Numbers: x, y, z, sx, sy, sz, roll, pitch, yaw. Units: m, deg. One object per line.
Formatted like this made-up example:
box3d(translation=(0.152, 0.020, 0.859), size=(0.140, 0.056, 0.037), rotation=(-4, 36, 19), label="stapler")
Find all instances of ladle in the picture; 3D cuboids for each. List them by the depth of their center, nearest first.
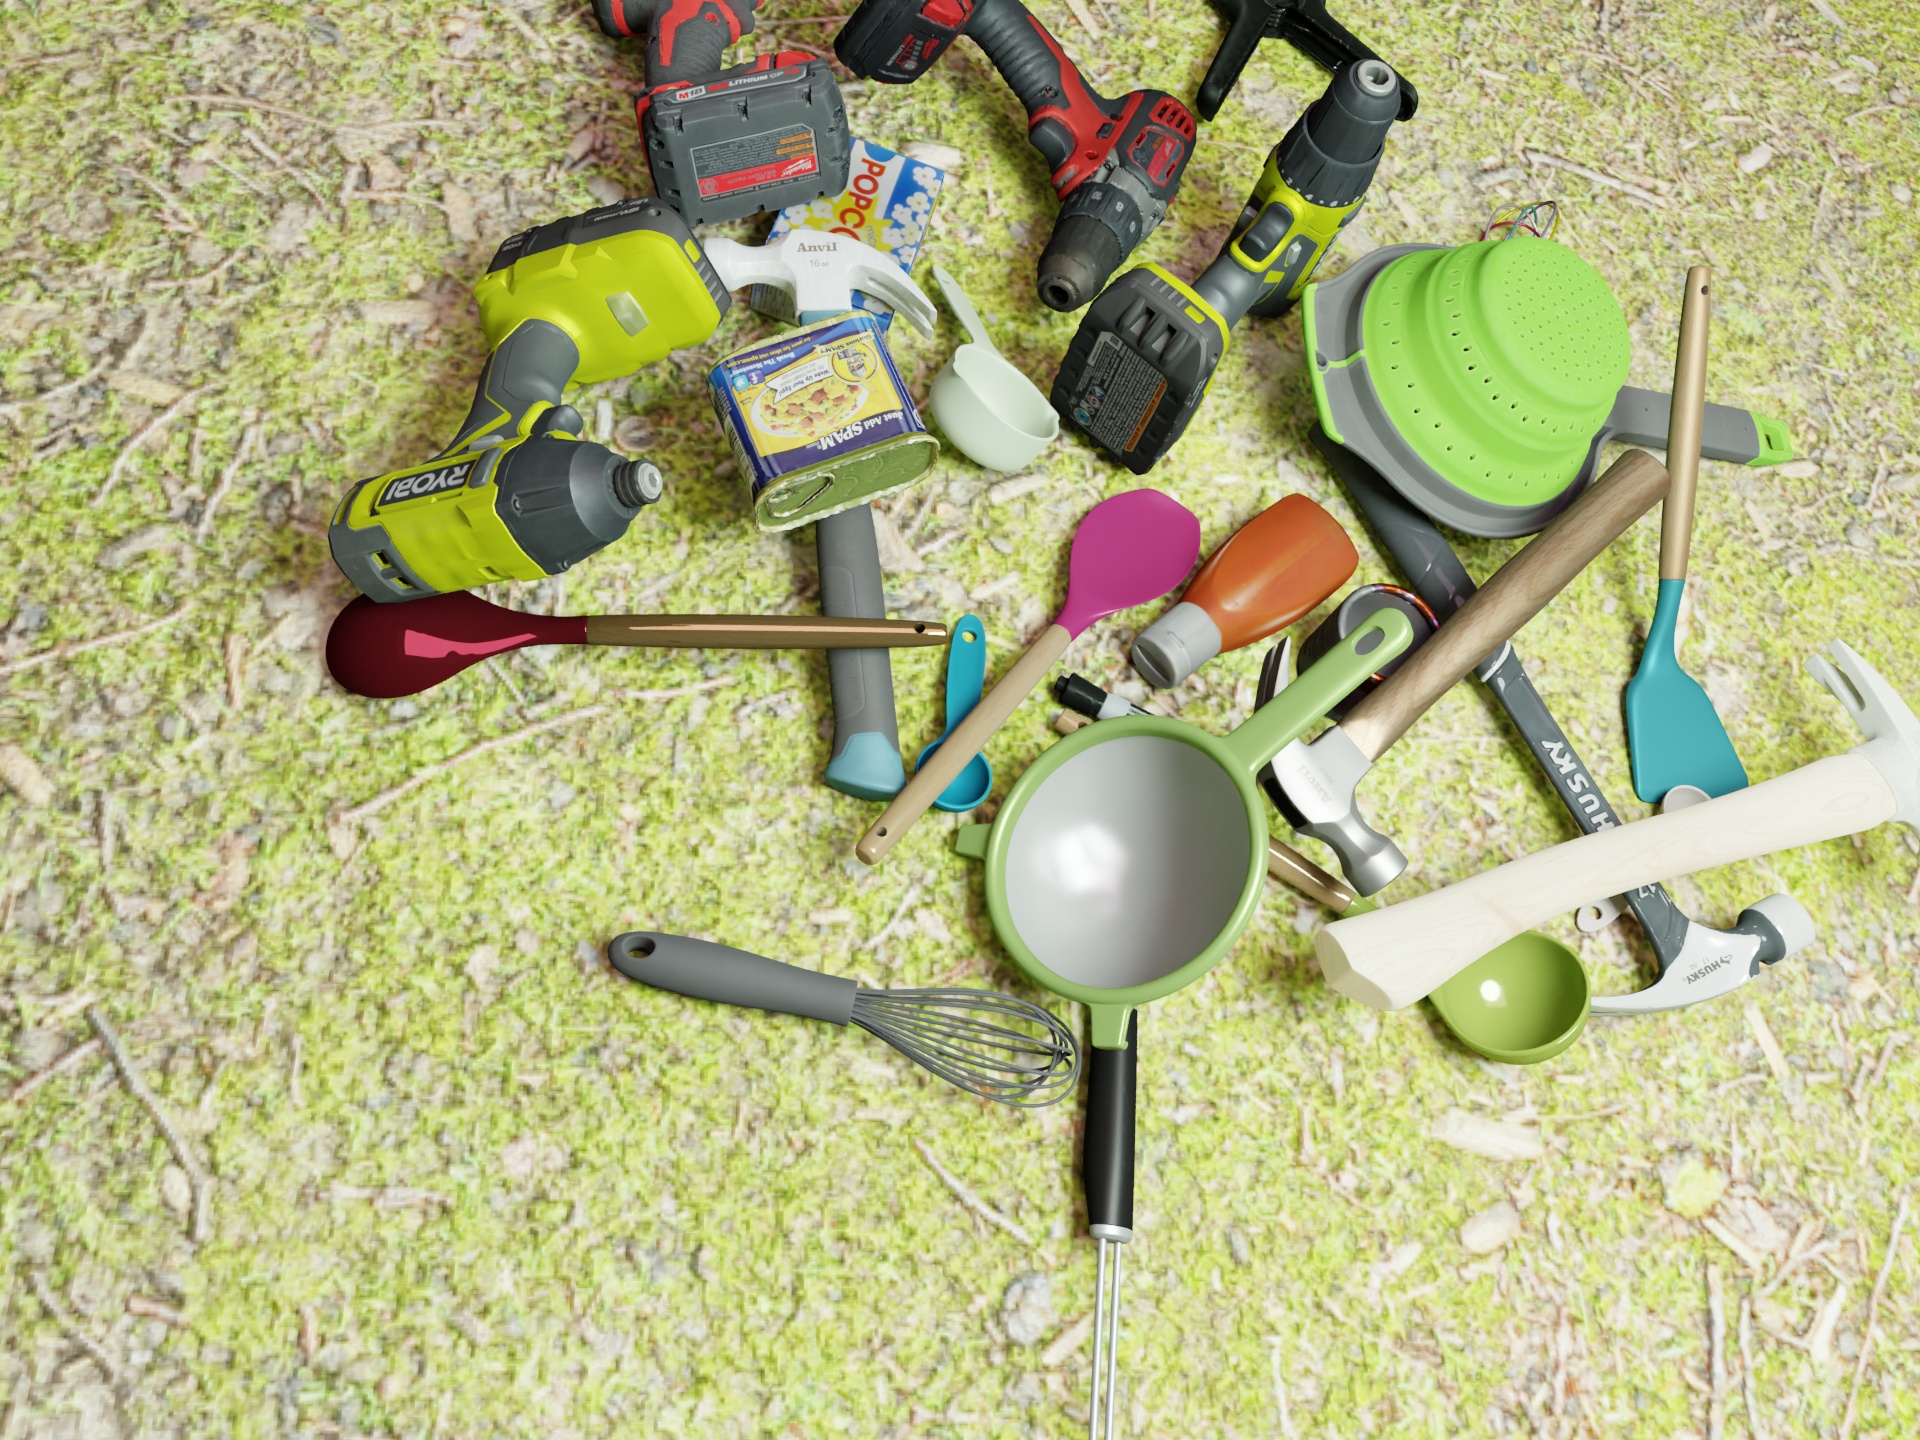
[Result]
box3d(translation=(-0.164, -0.044, 0.811), size=(0.315, 0.031, 0.069), rotation=(0, 64, -6), label="ladle")
box3d(translation=(0.191, 0.080, 0.857), size=(0.320, 0.062, 0.078), rotation=(33, 64, 5), label="ladle")

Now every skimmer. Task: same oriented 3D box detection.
box3d(translation=(0.089, 0.292, 0.717), size=(0.127, 0.090, 0.364), rotation=(29, 54, -38), label="skimmer")

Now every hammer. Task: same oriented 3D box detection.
box3d(translation=(0.367, 0.062, 0.858), size=(0.410, 0.038, 0.146), rotation=(-14, 65, -20), label="hammer")
box3d(translation=(-0.066, -0.117, 0.869), size=(0.128, 0.033, 0.331), rotation=(-4, 75, -8), label="hammer")
box3d(translation=(0.287, -0.054, 0.883), size=(0.331, 0.031, 0.130), rotation=(-39, 86, -21), label="hammer")
box3d(translation=(0.321, -0.016, 0.939), size=(0.149, 0.036, 0.409), rotation=(-24, 72, -13), label="hammer")

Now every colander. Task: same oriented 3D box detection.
box3d(translation=(0.402, -0.214, 0.986), size=(0.397, 0.094, 0.205), rotation=(4, 70, -24), label="colander")

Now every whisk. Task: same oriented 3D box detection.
box3d(translation=(-0.055, 0.141, 0.775), size=(0.239, 0.055, 0.055), rotation=(14, 64, -3), label="whisk")
box3d(translation=(0.342, -0.262, 1.061), size=(0.047, 0.051, 0.245), rotation=(23, 65, 20), label="whisk")

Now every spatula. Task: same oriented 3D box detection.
box3d(translation=(0.439, -0.110, 0.956), size=(0.082, 0.044, 0.317), rotation=(-3, 101, -16), label="spatula")

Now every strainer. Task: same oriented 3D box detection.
box3d(translation=(0.131, 0.043, 0.806), size=(0.256, 0.069, 0.152), rotation=(-41, 54, 5), label="strainer")

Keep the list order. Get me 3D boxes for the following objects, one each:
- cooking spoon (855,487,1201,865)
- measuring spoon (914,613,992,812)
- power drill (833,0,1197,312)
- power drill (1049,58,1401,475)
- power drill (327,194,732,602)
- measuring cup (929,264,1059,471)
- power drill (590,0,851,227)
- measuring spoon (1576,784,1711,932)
box3d(translation=(0.041, -0.032, 0.874), size=(0.069, 0.017, 0.319), rotation=(35, 56, 10), label="cooking spoon")
box3d(translation=(-0.001, -0.003, 0.870), size=(0.042, 0.021, 0.129), rotation=(13, 55, -9), label="measuring spoon")
box3d(translation=(0.035, -0.373, 0.981), size=(0.226, 0.080, 0.188), rotation=(38, 57, -16), label="power drill")
box3d(translation=(0.162, -0.267, 0.932), size=(0.080, 0.190, 0.228), rotation=(40, 68, 5), label="power drill")
box3d(translation=(-0.201, -0.161, 0.799), size=(0.171, 0.080, 0.223), rotation=(-8, 48, 24), label="power drill")
box3d(translation=(0.003, -0.212, 0.950), size=(0.083, 0.038, 0.168), rotation=(15, 40, -39), label="measuring cup")
box3d(translation=(-0.141, -0.406, 0.956), size=(0.143, 0.078, 0.220), rotation=(-15, 60, -7), label="power drill")
box3d(translation=(0.399, 0.084, 0.933), size=(0.124, 0.018, 0.034), rotation=(-39, 77, -19), label="measuring spoon")
